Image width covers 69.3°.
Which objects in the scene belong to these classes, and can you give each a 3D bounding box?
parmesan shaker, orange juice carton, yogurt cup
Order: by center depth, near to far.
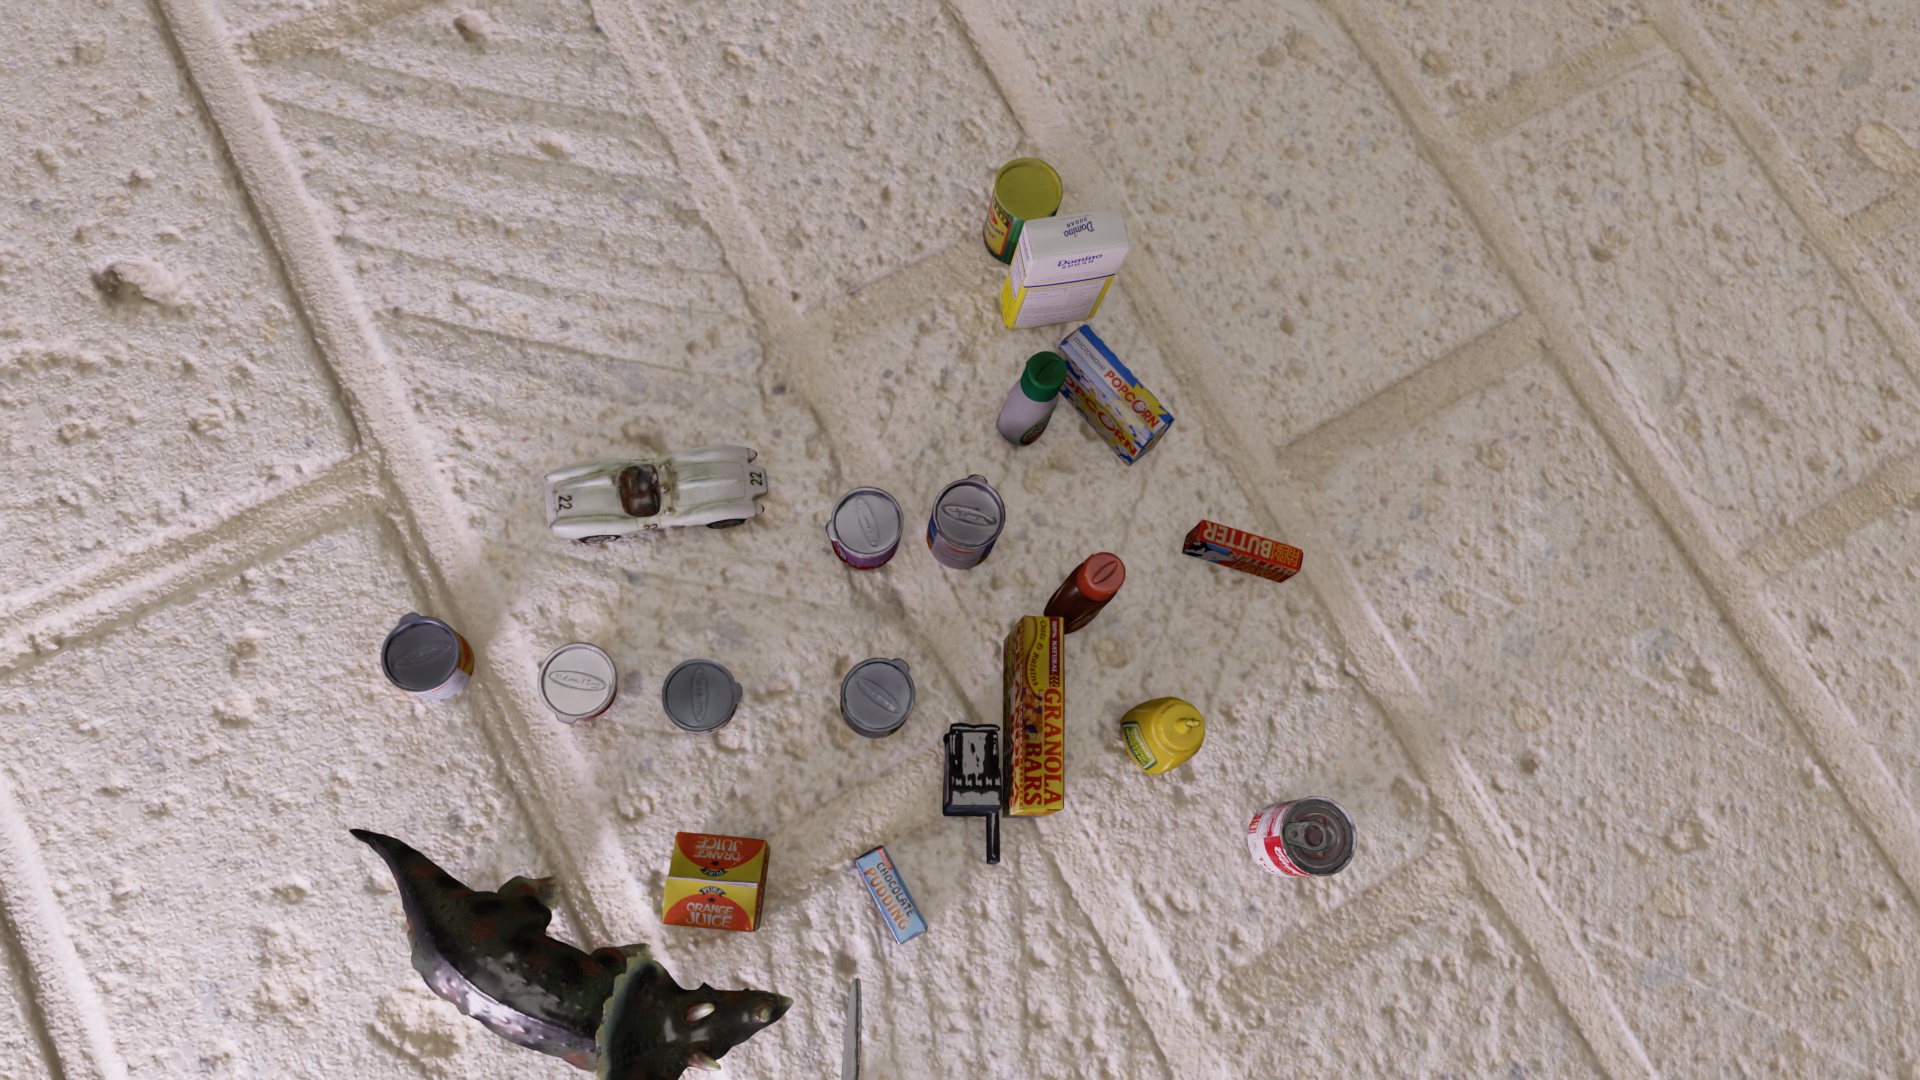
[{"bbox_3d":[-0.196,0.277,1.128,0.072,0.192,0.073,7,75,-4],"label":"orange juice carton"},{"bbox_3d":[-0.334,0.127,1.226,0.072,0.053,0.072,2,75,-6],"label":"yogurt cup"},{"bbox_3d":[0.060,-0.319,1.364,0.071,0.103,0.071,2,75,-6],"label":"parmesan shaker"}]

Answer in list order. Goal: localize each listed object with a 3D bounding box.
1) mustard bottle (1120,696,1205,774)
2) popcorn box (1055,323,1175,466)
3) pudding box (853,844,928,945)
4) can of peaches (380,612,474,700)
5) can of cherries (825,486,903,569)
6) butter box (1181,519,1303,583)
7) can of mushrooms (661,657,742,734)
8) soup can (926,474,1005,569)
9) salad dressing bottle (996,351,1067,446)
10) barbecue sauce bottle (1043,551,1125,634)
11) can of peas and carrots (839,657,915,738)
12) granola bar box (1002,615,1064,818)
[{"bbox_3d":[0.181,0.167,1.217,0.049,0.159,0.065,-24,79,-12],"label":"mustard bottle"},{"bbox_3d":[0.141,-0.139,1.334,0.038,0.085,0.127,-40,83,-14],"label":"popcorn box"},{"bbox_3d":[-0.061,0.308,1.209,0.030,0.049,0.084,-28,80,-12],"label":"pudding box"},{"bbox_3d":[-0.466,0.102,1.216,0.071,0.058,0.071,2,75,-6],"label":"can of peaches"},{"bbox_3d":[-0.090,-0.010,1.287,0.071,0.058,0.071,2,75,-6],"label":"can of cherries"},{"bbox_3d":[0.269,0.011,1.324,0.103,0.053,0.024,17,74,-2],"label":"butter box"},{"bbox_3d":[-0.230,0.140,1.244,0.071,0.033,0.071,2,75,-6],"label":"can of mushrooms"},{"bbox_3d":[0.005,-0.016,1.286,0.071,0.083,0.071,2,75,-6],"label":"soup can"},{"bbox_3d":[0.068,-0.132,1.291,0.044,0.147,0.064,44,75,6],"label":"salad dressing bottle"},{"bbox_3d":[0.115,0.044,1.249,0.065,0.148,0.044,-39,83,-14],"label":"barbecue sauce bottle"},{"bbox_3d":[-0.074,0.140,1.248,0.071,0.058,0.071,2,75,-6],"label":"can of peas and carrots"},{"bbox_3d":[0.064,0.158,1.225,0.039,0.124,0.166,2,75,-6],"label":"granola bar box"}]
